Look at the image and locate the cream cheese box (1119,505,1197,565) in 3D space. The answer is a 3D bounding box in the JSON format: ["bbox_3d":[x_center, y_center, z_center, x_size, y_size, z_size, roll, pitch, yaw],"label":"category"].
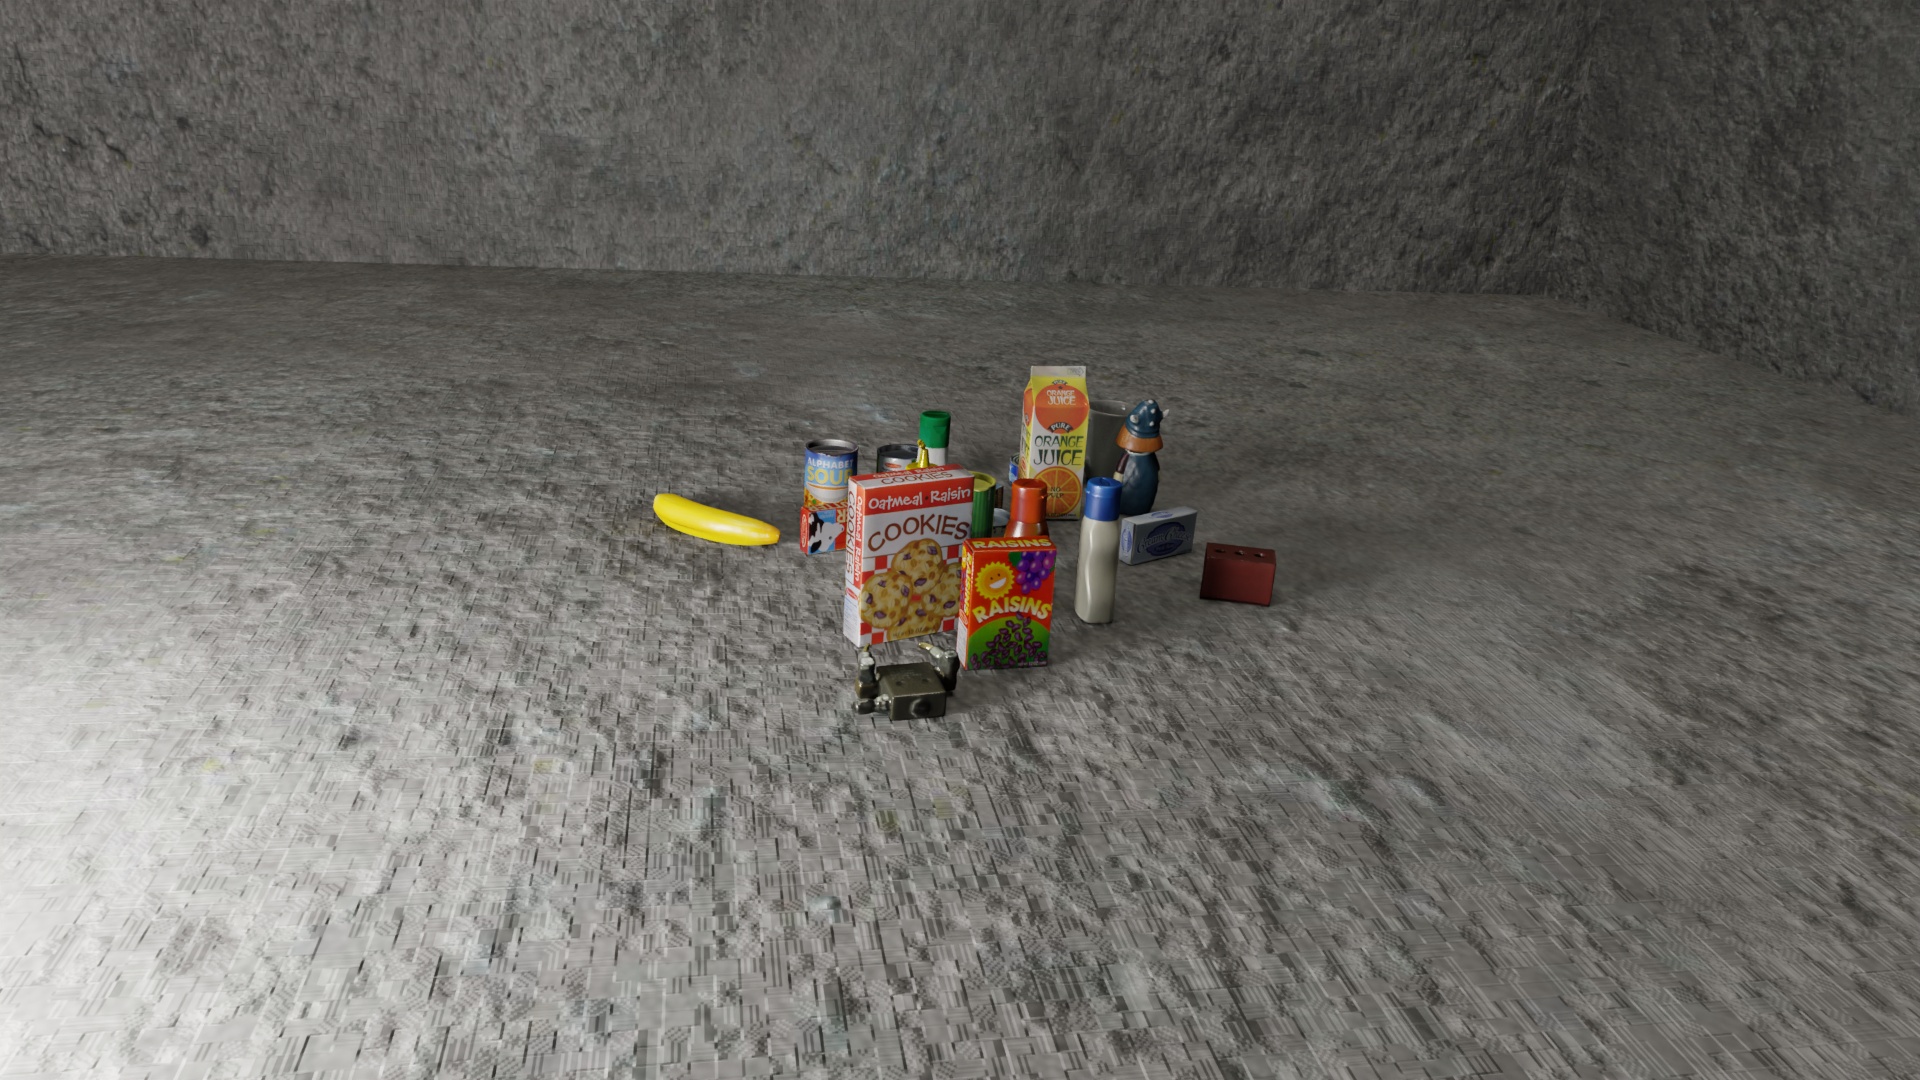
[{"bbox_3d":[0.235,-0.006,1.648,0.104,0.053,0.024,-11,24,-35],"label":"cream cheese box"}]

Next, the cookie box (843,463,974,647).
[{"bbox_3d":[-0.052,0.013,1.382,0.123,0.166,0.040,-8,23,-29],"label":"cookie box"}]

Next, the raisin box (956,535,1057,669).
[{"bbox_3d":[0.044,0.060,1.336,0.086,0.123,0.040,-1,20,-14],"label":"raisin box"}]

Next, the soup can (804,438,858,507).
[{"bbox_3d":[-0.161,-0.077,1.730,0.071,0.083,0.071,3,20,-1],"label":"soup can"}]

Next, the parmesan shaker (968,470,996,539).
[{"bbox_3d":[0.006,-0.020,1.574,0.071,0.102,0.071,3,20,-1],"label":"parmesan shaker"}]

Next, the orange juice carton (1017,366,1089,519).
[{"bbox_3d":[0.116,-0.127,1.754,0.072,0.191,0.073,0,20,-9],"label":"orange juice carton"}]

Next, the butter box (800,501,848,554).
[{"bbox_3d":[-0.136,-0.017,1.616,0.104,0.053,0.024,-9,23,-31],"label":"butter box"}]

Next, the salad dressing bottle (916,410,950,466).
[{"bbox_3d":[-0.034,-0.081,1.669,0.064,0.147,0.044,-4,21,-20],"label":"salad dressing bottle"}]

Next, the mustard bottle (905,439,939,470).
[{"bbox_3d":[-0.042,-0.033,1.520,0.049,0.159,0.065,-8,23,-30],"label":"mustard bottle"}]

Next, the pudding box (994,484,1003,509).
[{"bbox_3d":[0.011,-0.051,1.738,0.084,0.049,0.030,14,22,26],"label":"pudding box"}]

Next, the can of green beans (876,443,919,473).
[{"bbox_3d":[-0.077,-0.089,1.814,0.071,0.057,0.071,3,20,-1],"label":"can of green beans"}]

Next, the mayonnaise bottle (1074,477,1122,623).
[{"bbox_3d":[0.145,0.009,1.454,0.041,0.147,0.065,1,20,-7],"label":"mayonnaise bottle"}]

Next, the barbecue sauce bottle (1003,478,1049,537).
[{"bbox_3d":[0.067,0.011,1.435,0.044,0.148,0.065,15,23,29],"label":"barbecue sauce bottle"}]

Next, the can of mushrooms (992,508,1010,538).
[{"bbox_3d":[0.033,-0.013,1.661,0.071,0.033,0.071,3,20,-1],"label":"can of mushrooms"}]
